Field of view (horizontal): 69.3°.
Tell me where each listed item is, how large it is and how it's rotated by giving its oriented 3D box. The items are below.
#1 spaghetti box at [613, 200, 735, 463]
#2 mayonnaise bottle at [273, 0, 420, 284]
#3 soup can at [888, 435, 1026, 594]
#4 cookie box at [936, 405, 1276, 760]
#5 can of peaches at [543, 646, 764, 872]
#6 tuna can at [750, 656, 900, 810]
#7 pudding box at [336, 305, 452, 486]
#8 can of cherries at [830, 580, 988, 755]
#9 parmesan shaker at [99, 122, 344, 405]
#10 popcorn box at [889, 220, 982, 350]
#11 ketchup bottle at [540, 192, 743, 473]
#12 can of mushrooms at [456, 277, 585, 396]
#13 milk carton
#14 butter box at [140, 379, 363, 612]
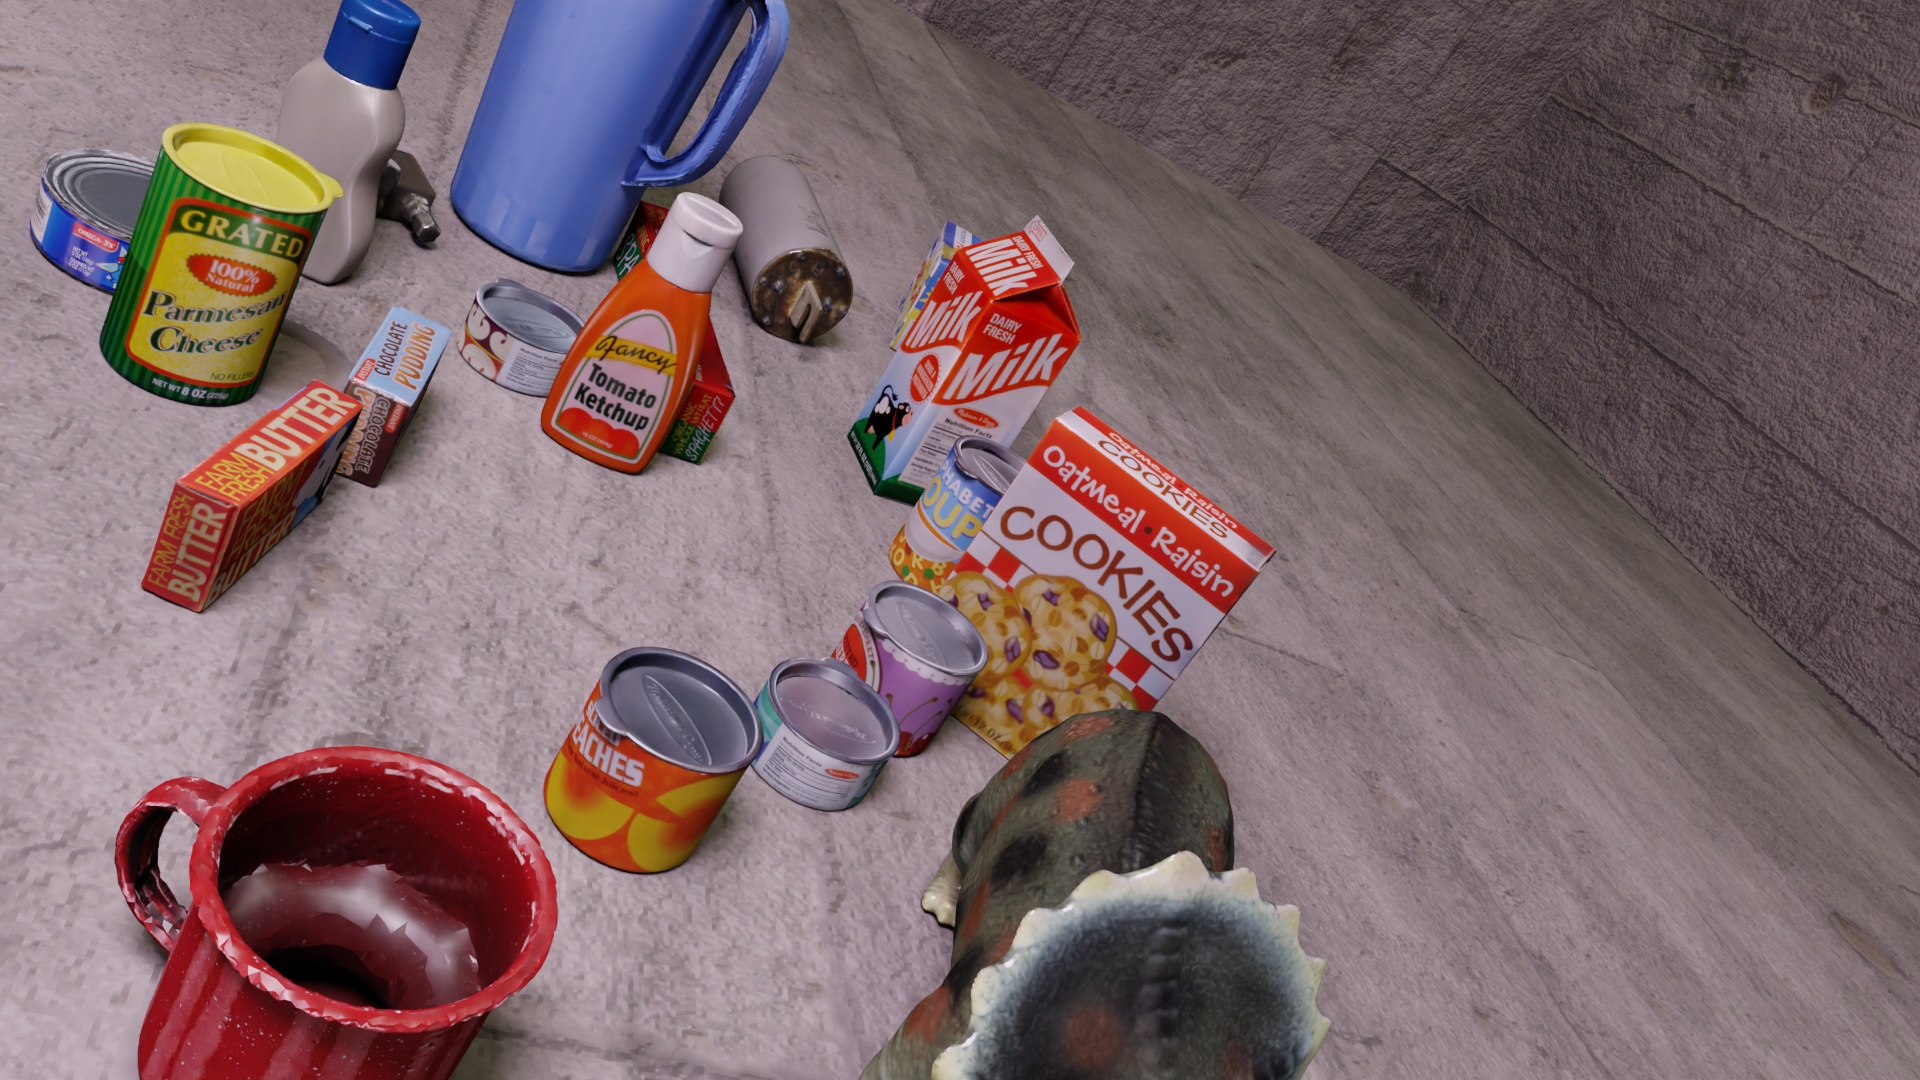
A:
[{"bbox_3d":[-0.183,-0.139,0.870,0.029,0.050,0.251,18,29,-32],"label":"spaghetti box"},{"bbox_3d":[-0.320,-0.209,0.715,0.065,0.147,0.041,31,24,-6],"label":"mayonnaise bottle"},{"bbox_3d":[0.003,-0.010,0.820,0.071,0.083,0.072,27,25,-14],"label":"soup can"},{"bbox_3d":[0.059,0.034,0.705,0.123,0.166,0.040,38,24,10],"label":"cookie box"},{"bbox_3d":[-0.119,0.084,0.530,0.071,0.057,0.071,27,25,-14],"label":"can of peaches"},{"bbox_3d":[-0.063,0.085,0.626,0.071,0.032,0.071,27,25,-14],"label":"tuna can"},{"bbox_3d":[-0.266,-0.068,0.641,0.030,0.049,0.084,25,26,-20],"label":"pudding box"},{"bbox_3d":[-0.031,0.062,0.677,0.071,0.058,0.072,27,25,-14],"label":"can of cherries"},{"bbox_3d":[-0.319,-0.117,0.601,0.071,0.102,0.071,27,25,-14],"label":"parmesan shaker"},{"bbox_3d":[-0.018,-0.206,1.152,0.038,0.085,0.127,28,25,-12],"label":"popcorn box"},{"bbox_3d":[-0.162,-0.109,0.723,0.065,0.148,0.044,26,25,-16],"label":"ketchup bottle"},{"bbox_3d":[-0.242,-0.113,0.771,0.071,0.033,0.071,27,25,-14],"label":"can of mushrooms"},{"bbox_3d":[0.010,-0.114,0.890,0.073,0.189,0.072,17,29,-32],"label":"milk carton"},{"bbox_3d":[-0.272,-0.020,0.540,0.024,0.053,0.104,29,25,-11],"label":"butter box"}]
